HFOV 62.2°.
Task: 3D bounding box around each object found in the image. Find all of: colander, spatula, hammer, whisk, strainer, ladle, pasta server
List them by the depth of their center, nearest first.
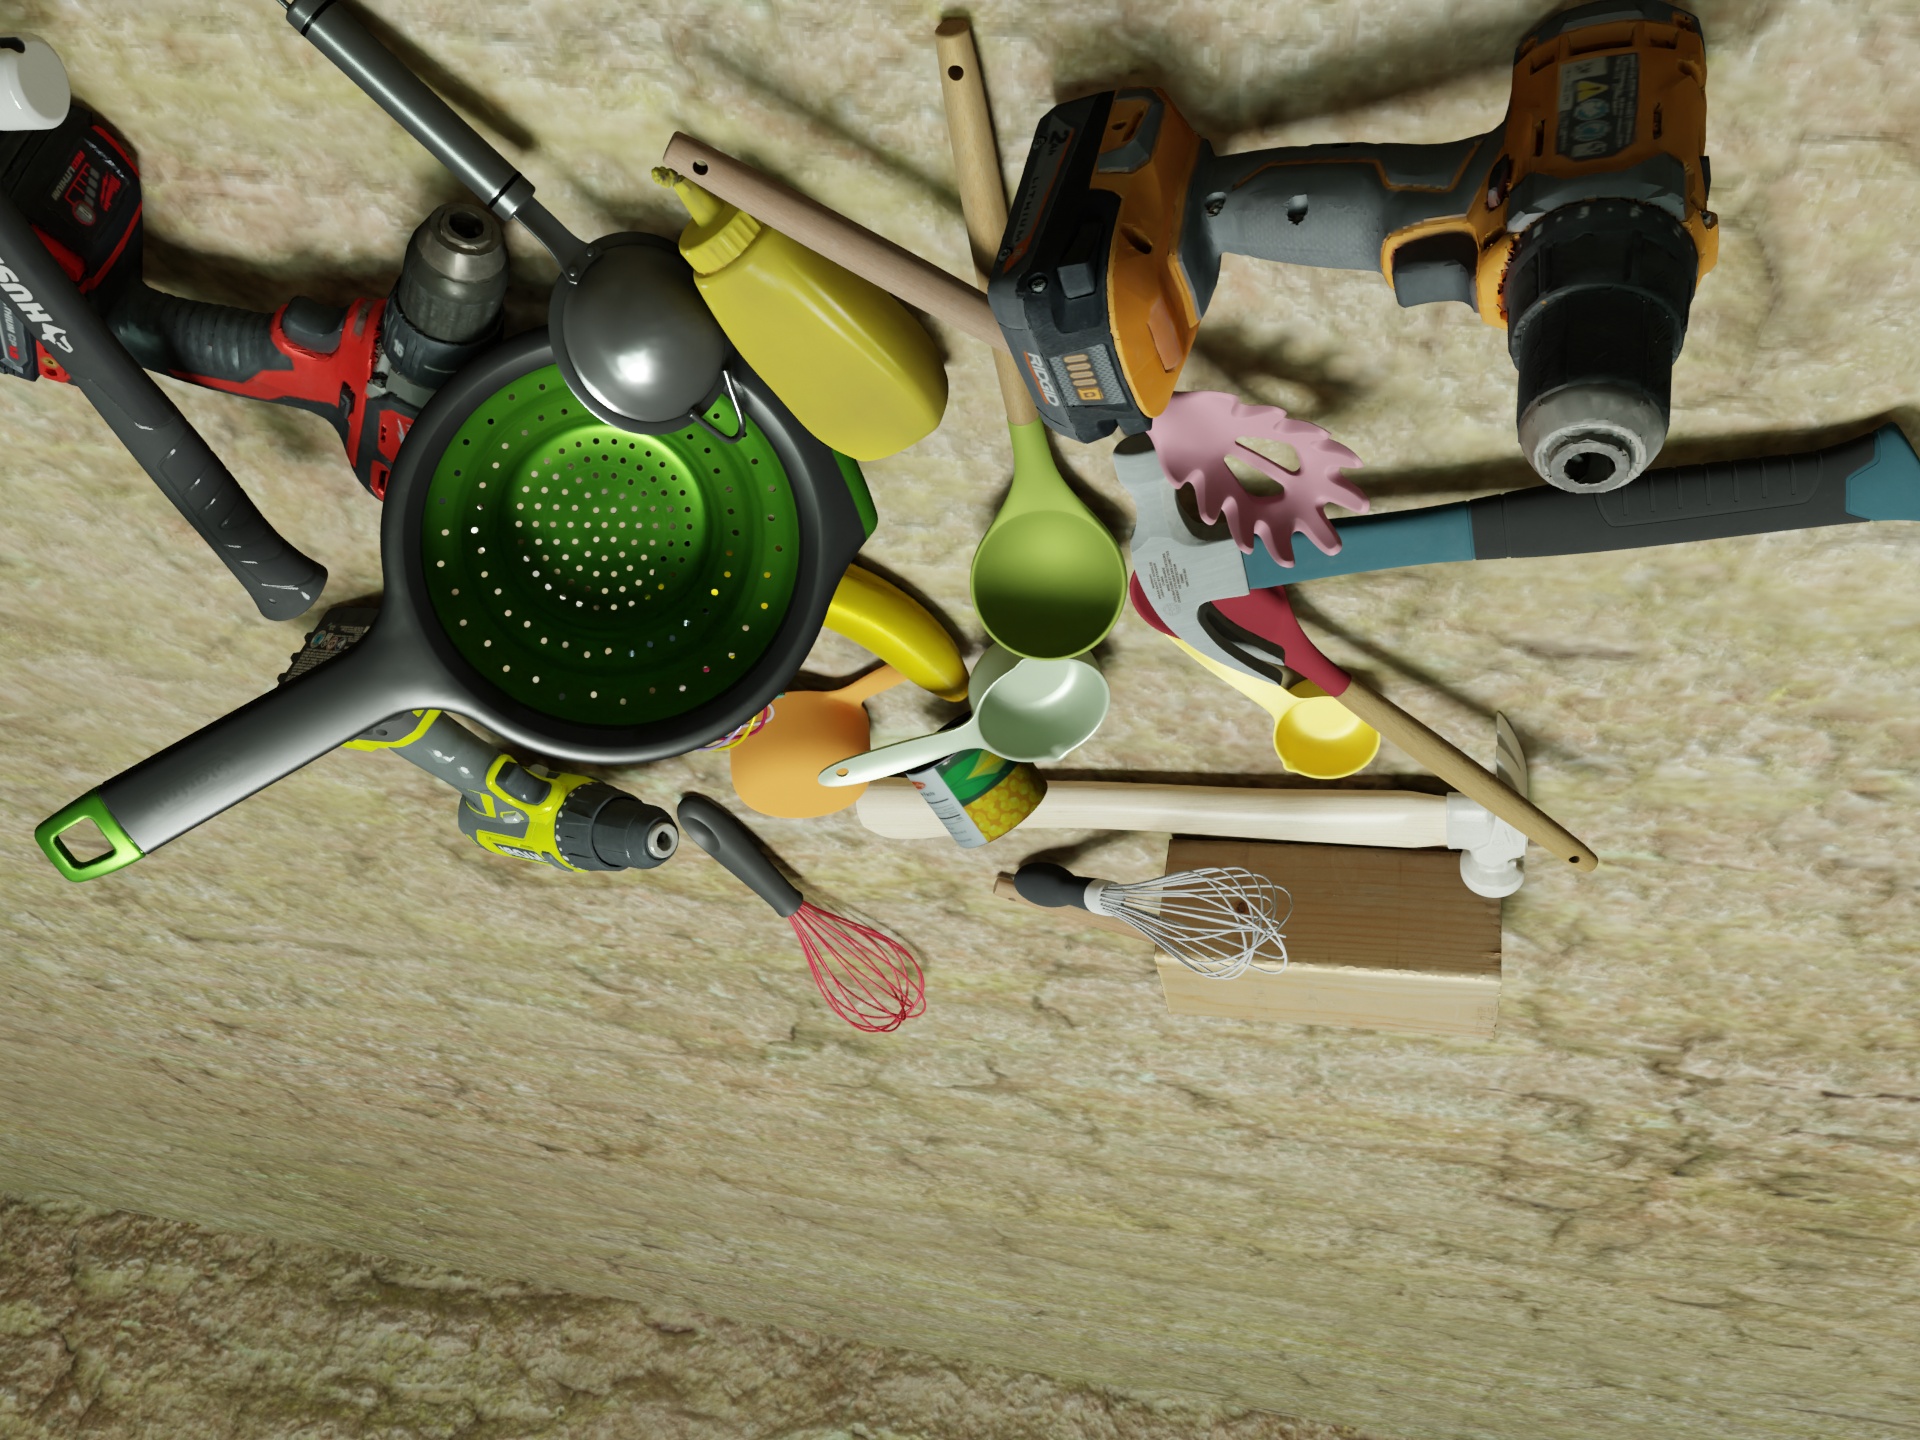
[{"bbox_3d":[0.029,-0.150,0.636,0.316,0.040,0.060,24,113,-20],"label":"pasta server"},{"bbox_3d":[-0.177,-0.207,0.649,0.258,0.087,0.050,42,158,-22],"label":"strainer"},{"bbox_3d":[0.023,-0.144,0.689,0.078,0.062,0.319,-2,143,11],"label":"ladle"},{"bbox_3d":[-0.375,-0.148,0.695,0.146,0.035,0.334,0,149,8],"label":"hammer"},{"bbox_3d":[0.240,-0.087,0.701,0.331,0.033,0.128,-5,122,20],"label":"hammer"},{"bbox_3d":[-0.237,-0.047,0.751,0.397,0.095,0.204,-30,110,-7],"label":"colander"},{"bbox_3d":[0.218,-0.004,0.825,0.315,0.031,0.069,33,131,-16],"label":"ladle"},{"bbox_3d":[0.128,0.048,0.969,0.411,0.038,0.146,1,144,18],"label":"hammer"},{"bbox_3d":[-0.178,0.000,0.970,0.245,0.051,0.047,-13,103,54],"label":"whisk"},{"bbox_3d":[0.108,0.115,0.988,0.070,0.070,0.285,29,168,-24],"label":"whisk"},{"bbox_3d":[0.173,0.163,1.146,0.316,0.018,0.059,17,148,-9],"label":"spatula"},{"bbox_3d":[-0.117,0.149,1.193,0.073,0.073,0.295,-12,134,33],"label":"whisk"}]

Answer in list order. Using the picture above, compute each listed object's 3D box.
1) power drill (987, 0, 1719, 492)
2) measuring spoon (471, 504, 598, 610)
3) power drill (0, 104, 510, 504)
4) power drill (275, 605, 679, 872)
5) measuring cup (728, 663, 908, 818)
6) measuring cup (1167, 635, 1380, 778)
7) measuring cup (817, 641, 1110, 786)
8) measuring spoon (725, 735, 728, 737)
[{"bbox_3d":[0.128,-0.147,0.530,0.226,0.185,0.084,0,147,25],"label":"power drill"},{"bbox_3d":[-0.249,-0.092,0.904,0.034,0.018,0.124,-20,130,25],"label":"measuring spoon"},{"bbox_3d":[-0.315,-0.191,0.715,0.226,0.080,0.188,19,147,-16],"label":"power drill"},{"bbox_3d":[-0.301,0.026,1.013,0.191,0.080,0.228,6,151,40],"label":"power drill"},{"bbox_3d":[-0.068,0.009,0.946,0.173,0.052,0.095,-27,147,37],"label":"measuring cup"},{"bbox_3d":[0.161,-0.027,0.856,0.156,0.029,0.062,36,126,-13],"label":"measuring cup"},{"bbox_3d":[-0.001,-0.003,0.879,0.167,0.038,0.083,-18,134,4],"label":"measuring cup"},{"bbox_3d":[-0.166,-0.020,0.973,0.042,0.021,0.128,-16,140,37],"label":"measuring spoon"}]
